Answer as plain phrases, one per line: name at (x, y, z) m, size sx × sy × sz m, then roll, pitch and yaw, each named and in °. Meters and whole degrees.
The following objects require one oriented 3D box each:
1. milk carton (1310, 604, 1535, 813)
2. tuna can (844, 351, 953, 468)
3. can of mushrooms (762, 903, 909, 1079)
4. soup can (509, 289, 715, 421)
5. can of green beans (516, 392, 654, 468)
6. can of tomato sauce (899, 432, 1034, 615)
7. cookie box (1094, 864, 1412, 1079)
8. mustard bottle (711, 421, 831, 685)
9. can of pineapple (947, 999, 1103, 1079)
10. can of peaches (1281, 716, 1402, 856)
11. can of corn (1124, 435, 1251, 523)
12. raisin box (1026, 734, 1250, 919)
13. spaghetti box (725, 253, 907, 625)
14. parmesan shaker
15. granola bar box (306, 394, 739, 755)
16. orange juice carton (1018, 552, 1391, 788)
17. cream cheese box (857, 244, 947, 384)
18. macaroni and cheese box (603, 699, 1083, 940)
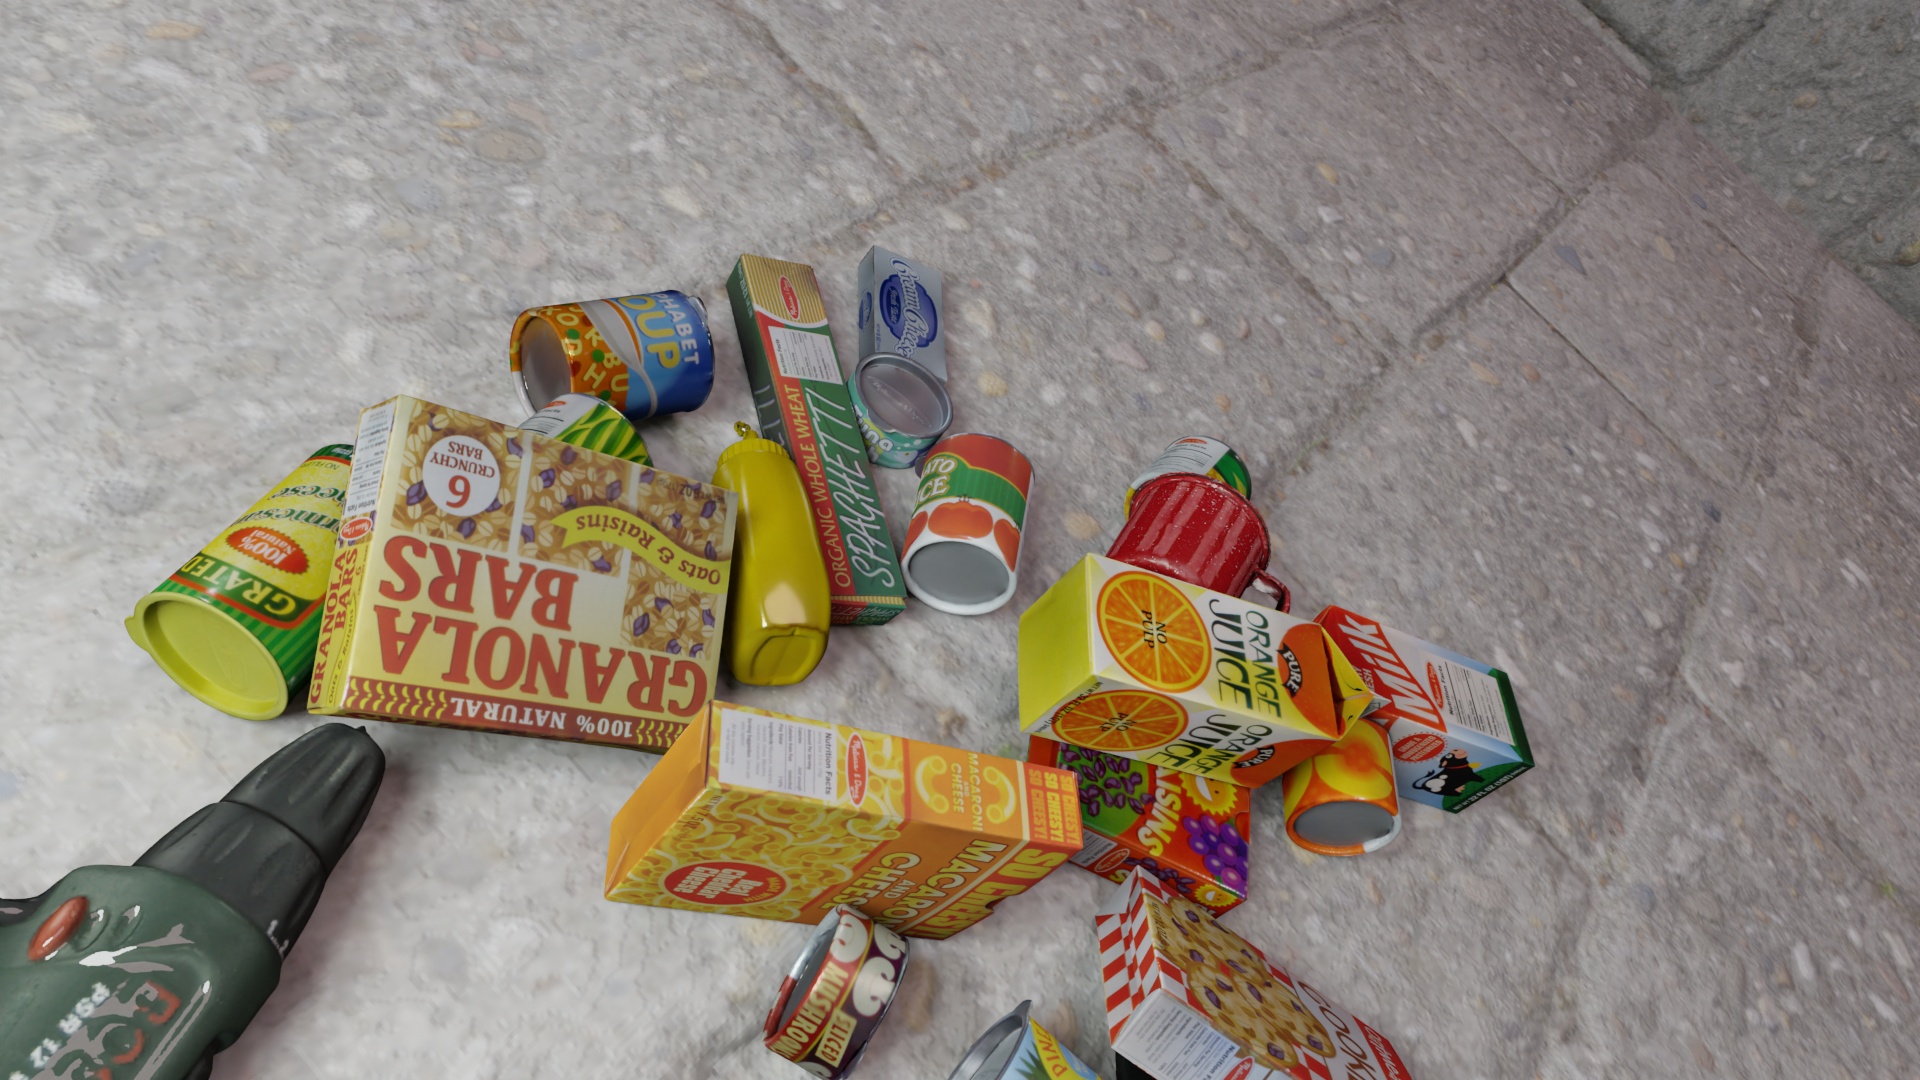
milk carton at (0.255, 0.101, 0.866) m, size 0.190 × 0.072 × 0.074 m, roll 21°, pitch 46°, yaw -22°
tuna can at (-0.042, -0.077, 0.833) m, size 0.071 × 0.032 × 0.071 m, roll 19°, pitch 46°, yaw -21°
can of mushrooms at (-0.052, 0.189, 0.577) m, size 0.033 × 0.070 × 0.071 m, roll 33°, pitch 43°, yaw -7°
soup can at (-0.180, -0.095, 0.722) m, size 0.084 × 0.071 × 0.071 m, roll -17°, pitch 67°, yaw -43°
can of green beans at (-0.190, -0.028, 0.663) m, size 0.071 × 0.071 × 0.058 m, roll 39°, pitch 43°, yaw -1°
can of tomato sauce at (0.003, -0.010, 0.785) m, size 0.071 × 0.071 × 0.083 m, roll 26°, pitch 45°, yaw -15°
cookie box at (0.145, 0.237, 0.654) m, size 0.167 × 0.040 × 0.123 m, roll 35°, pitch 10°, yaw -5°
mustard bottle at (-0.100, -0.005, 0.710) m, size 0.049 × 0.065 × 0.161 m, roll 6°, pitch 49°, yaw -24°
can of pineapple at (0.029, 0.243, 0.589) m, size 0.058 × 0.070 × 0.071 m, roll 41°, pitch 42°, yaw -1°
can of peaches at (0.219, 0.143, 0.811) m, size 0.071 × 0.071 × 0.058 m, roll 23°, pitch 46°, yaw -18°
can of corn at (0.148, -0.025, 0.902) m, size 0.071 × 0.070 × 0.058 m, roll 44°, pitch 43°, yaw 4°
raisin box at (0.096, 0.140, 0.745) m, size 0.123 × 0.040 × 0.086 m, roll 27°, pitch 43°, yaw -15°
spaghetti box at (-0.086, -0.062, 0.793) m, size 0.050 × 0.028 × 0.251 m, roll 4°, pitch 53°, yaw -33°
parmesan shaker at (-0.274, 0.013, 0.570) m, size 0.071 × 0.071 × 0.103 m, roll 34°, pitch 43°, yaw -7°
granola bar box at (-0.177, 0.021, 0.588) m, size 0.165 × 0.039 × 0.124 m, roll 17°, pitch 72°, yaw -44°
orange juice carton at (0.131, 0.077, 0.736) m, size 0.193 × 0.071 × 0.073 m, roll 17°, pitch 52°, yaw -22°
cream cheese box at (-0.038, -0.141, 0.896) m, size 0.053 × 0.024 × 0.104 m, roll 17°, pitch 47°, yaw -25°
macaroni and cheese box at (-0.051, 0.126, 0.591) m, size 0.166 × 0.123 × 0.040 m, roll 15°, pitch 51°, yaw -25°
